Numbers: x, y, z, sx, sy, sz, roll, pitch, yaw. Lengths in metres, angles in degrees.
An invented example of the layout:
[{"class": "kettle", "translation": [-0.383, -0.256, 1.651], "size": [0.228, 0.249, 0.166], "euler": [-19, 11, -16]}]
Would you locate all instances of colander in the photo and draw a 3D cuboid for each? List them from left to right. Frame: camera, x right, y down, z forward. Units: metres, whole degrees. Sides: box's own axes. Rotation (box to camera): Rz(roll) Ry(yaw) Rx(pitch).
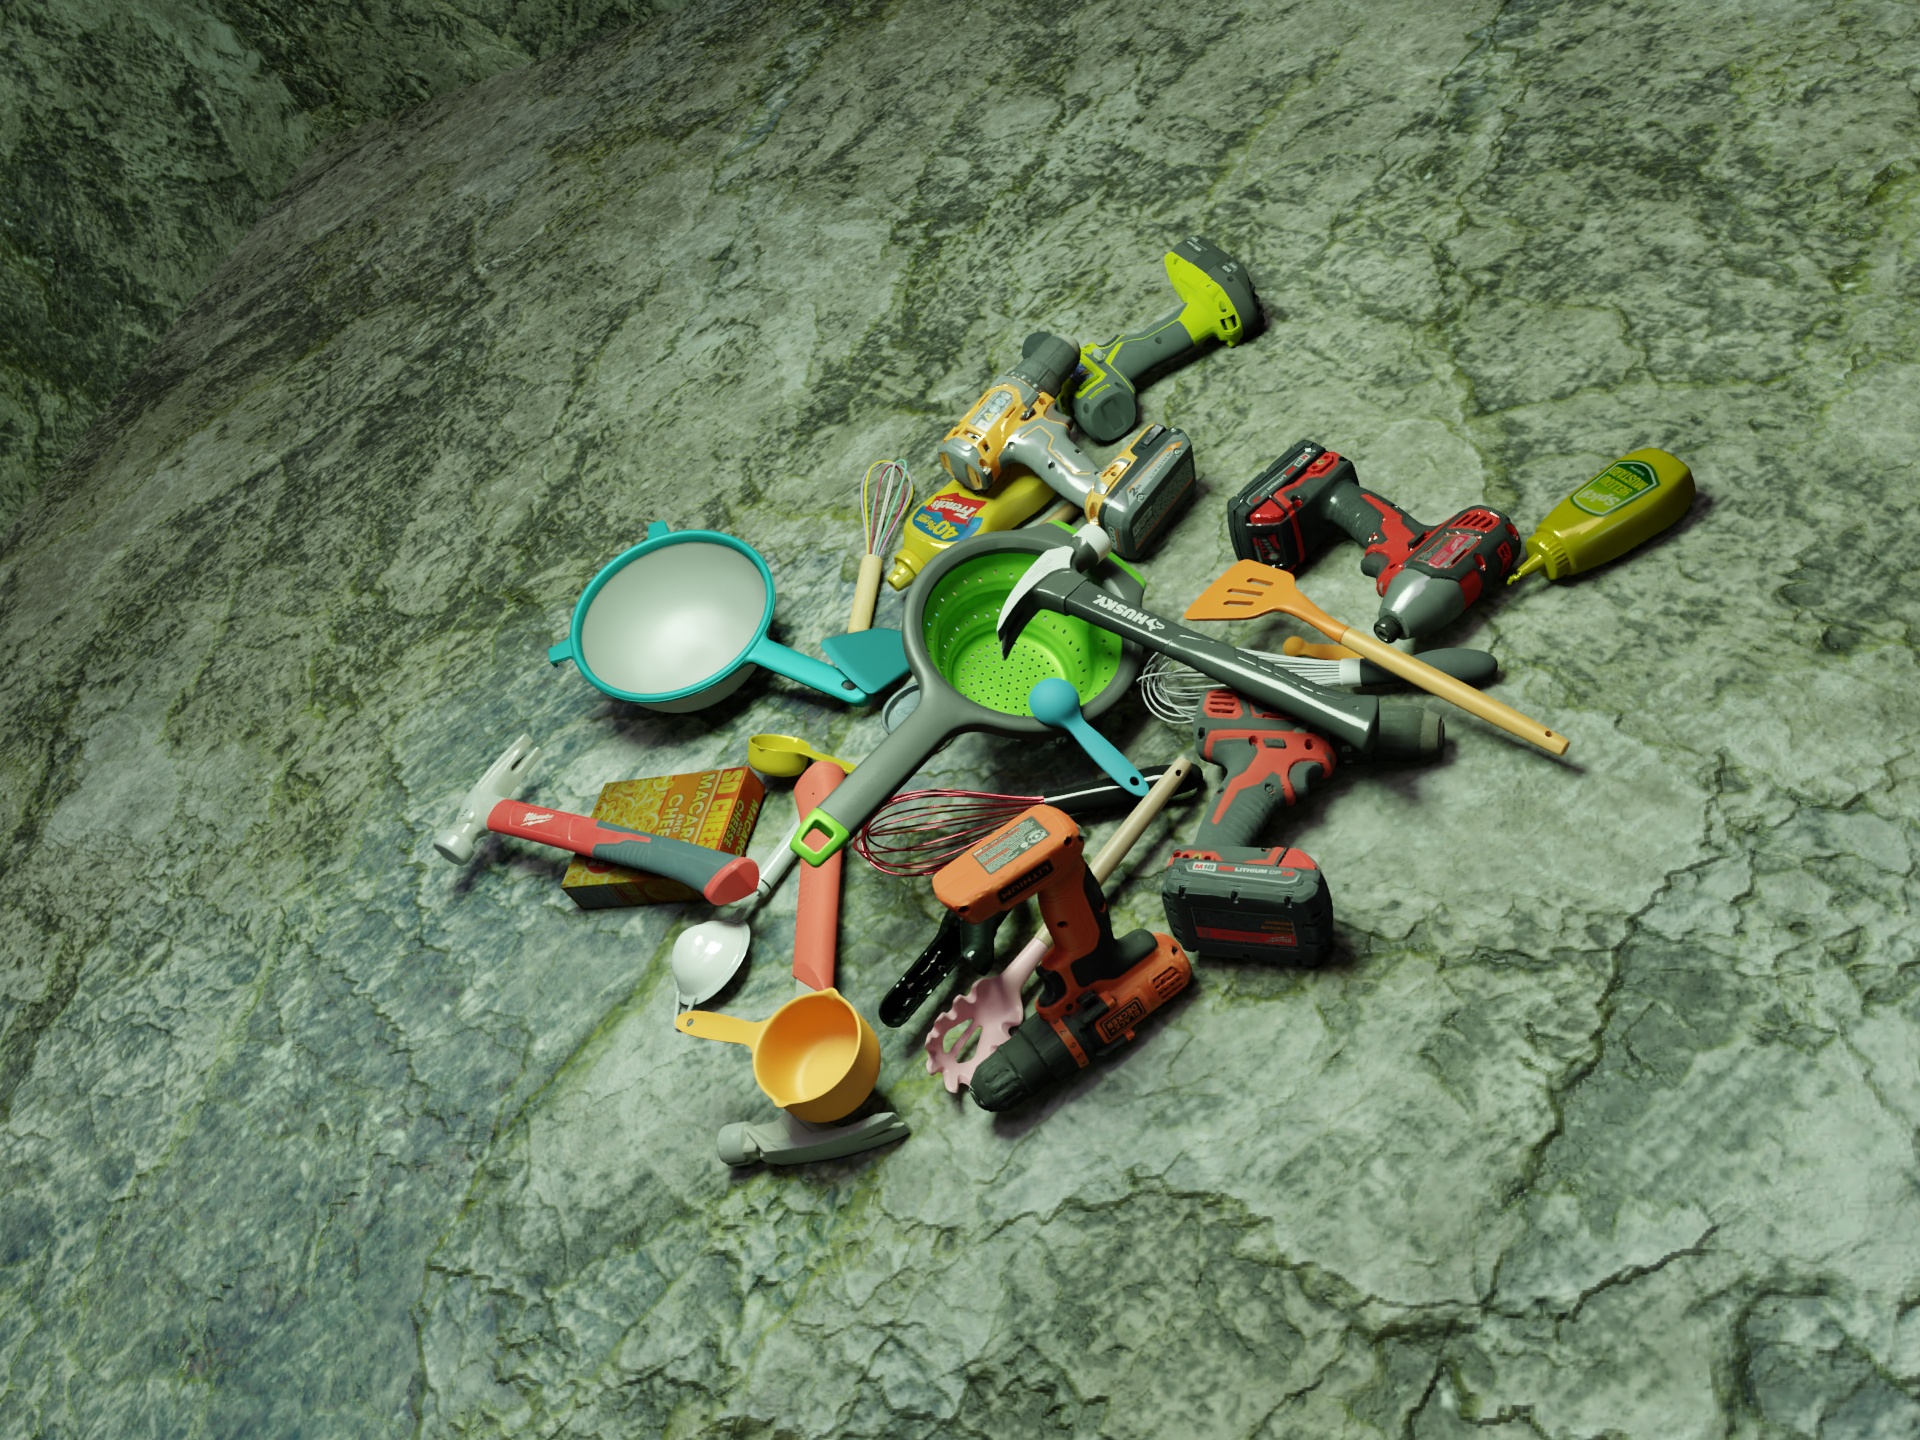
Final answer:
[{"class": "colander", "translation": [-0.002, -0.004, 1.327], "size": [0.204, 0.094, 0.397], "euler": [36, 61, 15]}]

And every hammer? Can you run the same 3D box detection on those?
[{"class": "hammer", "translation": [-0.319, 0.096, 1.443], "size": [0.386, 0.038, 0.143], "euler": [8, 54, 38]}, {"class": "hammer", "translation": [-0.109, 0.181, 1.287], "size": [0.149, 0.036, 0.359], "euler": [-15, 48, 18]}, {"class": "hammer", "translation": [0.177, -0.052, 1.237], "size": [0.335, 0.035, 0.146], "euler": [28, 59, 35]}]

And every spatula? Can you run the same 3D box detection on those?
[{"class": "spatula", "translation": [0.013, -0.135, 1.527], "size": [0.317, 0.044, 0.082], "euler": [-39, 60, -11]}, {"class": "spatula", "translation": [0.317, -0.049, 1.222], "size": [0.323, 0.041, 0.081], "euler": [33, 65, 32]}]

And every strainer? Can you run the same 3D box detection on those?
[{"class": "strainer", "translation": [-0.222, -0.061, 1.573], "size": [0.340, 0.095, 0.211], "euler": [22, 64, 24]}, {"class": "strainer", "translation": [-0.181, 0.149, 1.374], "size": [0.087, 0.050, 0.258], "euler": [0, 45, 49]}]

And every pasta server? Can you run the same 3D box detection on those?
[{"class": "pasta server", "translation": [0.080, 0.148, 1.204], "size": [0.316, 0.060, 0.040], "euler": [-50, 3, -15]}]

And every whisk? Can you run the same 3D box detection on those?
[{"class": "whisk", "translation": [-0.083, -0.179, 1.631], "size": [0.051, 0.047, 0.245], "euler": [-18, 46, 32]}, {"class": "whisk", "translation": [0.052, 0.074, 1.297], "size": [0.296, 0.073, 0.073], "euler": [-12, 45, 12]}, {"class": "whisk", "translation": [0.281, -0.037, 1.273], "size": [0.284, 0.070, 0.070], "euler": [-2, 49, 22]}]

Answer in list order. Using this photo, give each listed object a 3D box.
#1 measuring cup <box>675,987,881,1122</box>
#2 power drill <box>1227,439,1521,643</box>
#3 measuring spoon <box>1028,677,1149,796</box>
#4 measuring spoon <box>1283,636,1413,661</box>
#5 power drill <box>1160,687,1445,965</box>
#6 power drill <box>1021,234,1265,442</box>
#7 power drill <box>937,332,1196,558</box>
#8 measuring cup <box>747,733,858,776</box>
[{"class": "measuring cup", "translation": [-0.137, 0.247, 1.188], "size": [0.174, 0.052, 0.095], "euler": [4, 56, 33]}, {"class": "power drill", "translation": [0.334, -0.143, 1.321], "size": [0.143, 0.078, 0.220], "euler": [-41, 45, -16]}, {"class": "measuring spoon", "translation": [0.105, 0.011, 1.263], "size": [0.042, 0.021, 0.129], "euler": [-35, 70, -24]}, {"class": "measuring spoon", "translation": [0.316, -0.056, 1.298], "size": [0.117, 0.011, 0.021], "euler": [11, 57, 37]}, {"class": "power drill", "translation": [0.251, 0.065, 1.174], "size": [0.188, 0.080, 0.227], "euler": [2, 47, 22]}, {"class": "power drill", "translation": [0.182, -0.403, 1.663], "size": [0.228, 0.080, 0.191], "euler": [-35, 43, 0]}, {"class": "power drill", "translation": [0.116, -0.271, 1.523], "size": [0.226, 0.084, 0.185], "euler": [31, 72, 26]}, {"class": "measuring cup", "translation": [-0.126, 0.047, 1.445], "size": [0.157, 0.029, 0.062], "euler": [18, 16, 26]}]
